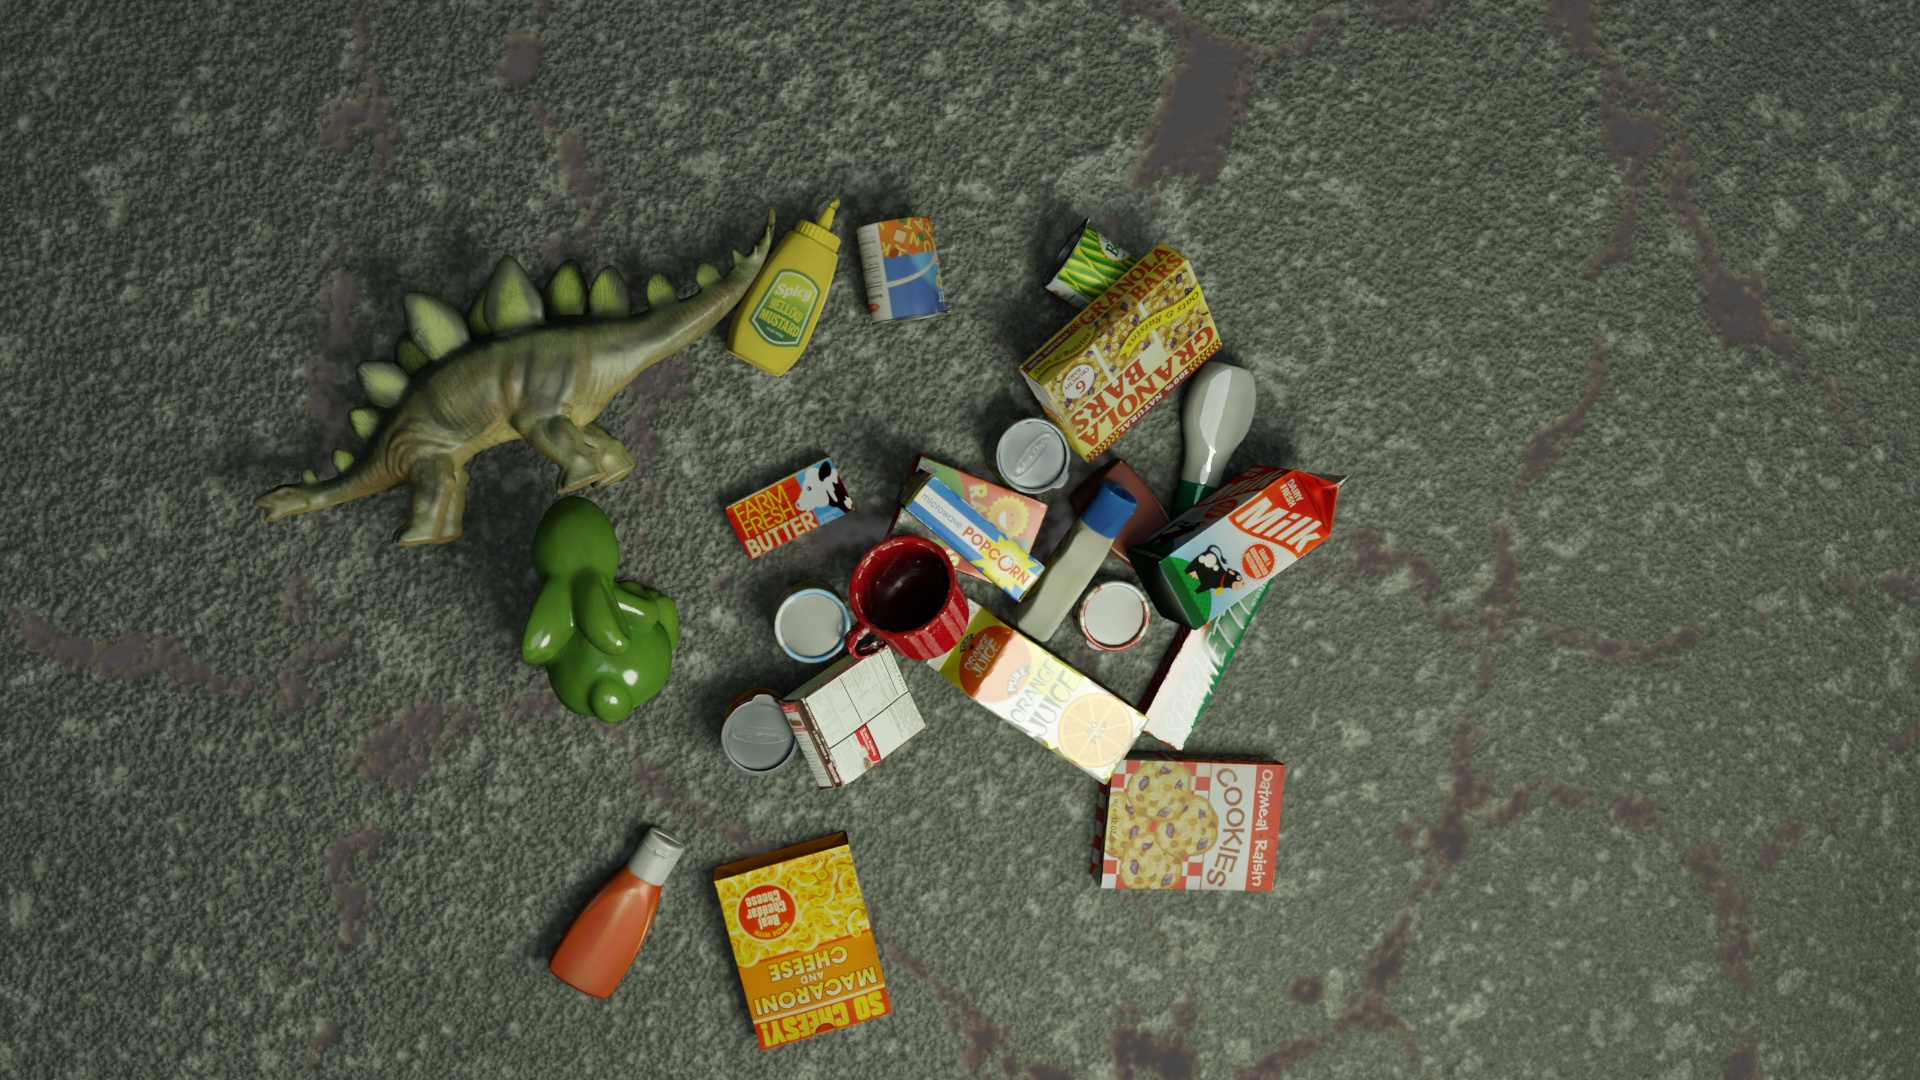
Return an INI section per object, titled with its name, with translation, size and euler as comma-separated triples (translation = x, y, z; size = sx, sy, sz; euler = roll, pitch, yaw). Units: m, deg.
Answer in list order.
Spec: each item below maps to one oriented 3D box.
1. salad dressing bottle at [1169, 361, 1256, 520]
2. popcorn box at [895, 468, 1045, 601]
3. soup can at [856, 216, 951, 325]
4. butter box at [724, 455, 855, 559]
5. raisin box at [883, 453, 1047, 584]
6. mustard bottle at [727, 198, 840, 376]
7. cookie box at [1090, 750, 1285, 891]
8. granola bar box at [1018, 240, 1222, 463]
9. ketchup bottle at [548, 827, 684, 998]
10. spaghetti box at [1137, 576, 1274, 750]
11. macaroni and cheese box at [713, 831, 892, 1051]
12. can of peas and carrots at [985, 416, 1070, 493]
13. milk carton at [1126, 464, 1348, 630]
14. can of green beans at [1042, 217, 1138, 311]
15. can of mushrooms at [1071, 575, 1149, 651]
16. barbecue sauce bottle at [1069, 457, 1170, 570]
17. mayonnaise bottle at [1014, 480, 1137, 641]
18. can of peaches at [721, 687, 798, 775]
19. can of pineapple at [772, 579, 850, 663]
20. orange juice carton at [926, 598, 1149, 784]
[salad dressing bottle]
translation = 0.226, -0.087, 1.263
size = 0.064, 0.044, 0.147
euler = 13, 95, -15
[popcorn box]
translation = 0.006, -0.006, 1.174
size = 0.126, 0.085, 0.038
euler = 40, 89, -10
[soup can]
translation = -0.048, -0.231, 1.194
size = 0.071, 0.071, 0.083
euler = -10, 97, -8
[butter box]
translation = -0.150, -0.029, 1.219
size = 0.103, 0.024, 0.053
euler = -27, 99, -6
[raisin box]
translation = 0.004, -0.016, 1.237
size = 0.123, 0.040, 0.086
euler = 21, 92, -9
[mustard bottle]
translation = -0.142, -0.222, 1.186
size = 0.065, 0.049, 0.160
euler = 25, 92, -22
[cookie box]
translation = 0.213, 0.262, 1.296
size = 0.168, 0.040, 0.122
euler = 4, 95, -9
[granola bar box]
translation = 0.144, -0.161, 1.209
size = 0.165, 0.039, 0.124
euler = -42, 142, -3
[ketchup bottle]
translation = -0.297, 0.324, 1.221
size = 0.065, 0.043, 0.149
euler = 32, 90, -12
[spaghetti box]
translation = 0.238, 0.075, 1.288
size = 0.050, 0.029, 0.250
euler = 28, 91, -10
[macaroni and cheese box]
translation = -0.141, 0.361, 1.251
size = 0.124, 0.040, 0.166
euler = -15, 98, -6
[can of peas and carrots]
translation = 0.061, -0.075, 1.229
size = 0.071, 0.059, 0.071
euler = -1, 97, -9
[milk carton]
translation = 0.250, -0.007, 1.221
size = 0.191, 0.072, 0.073
euler = -34, 105, -12
[can of green beans]
translation = 0.114, -0.235, 1.218
size = 0.058, 0.071, 0.071
euler = 32, 90, -11
[can of mushrooms]
translation = 0.137, 0.069, 1.269
size = 0.071, 0.033, 0.071
euler = -1, 96, -10
[barbecue sauce bottle]
translation = 0.167, -0.001, 1.261
size = 0.065, 0.044, 0.148
euler = -40, 101, 4
[mayonnaise bottle]
translation = 0.101, 0.016, 1.224
size = 0.041, 0.065, 0.147
euler = 30, 109, -6
[can of peaches]
translation = -0.175, 0.164, 1.217
size = 0.071, 0.058, 0.071
euler = -1, 96, -8
[can of pineapple]
translation = -0.129, 0.070, 1.215
size = 0.071, 0.058, 0.071
euler = -1, 96, -9
[orange juice carton]
translation = 0.066, 0.132, 1.244
size = 0.192, 0.073, 0.072
euler = 34, 91, -10
